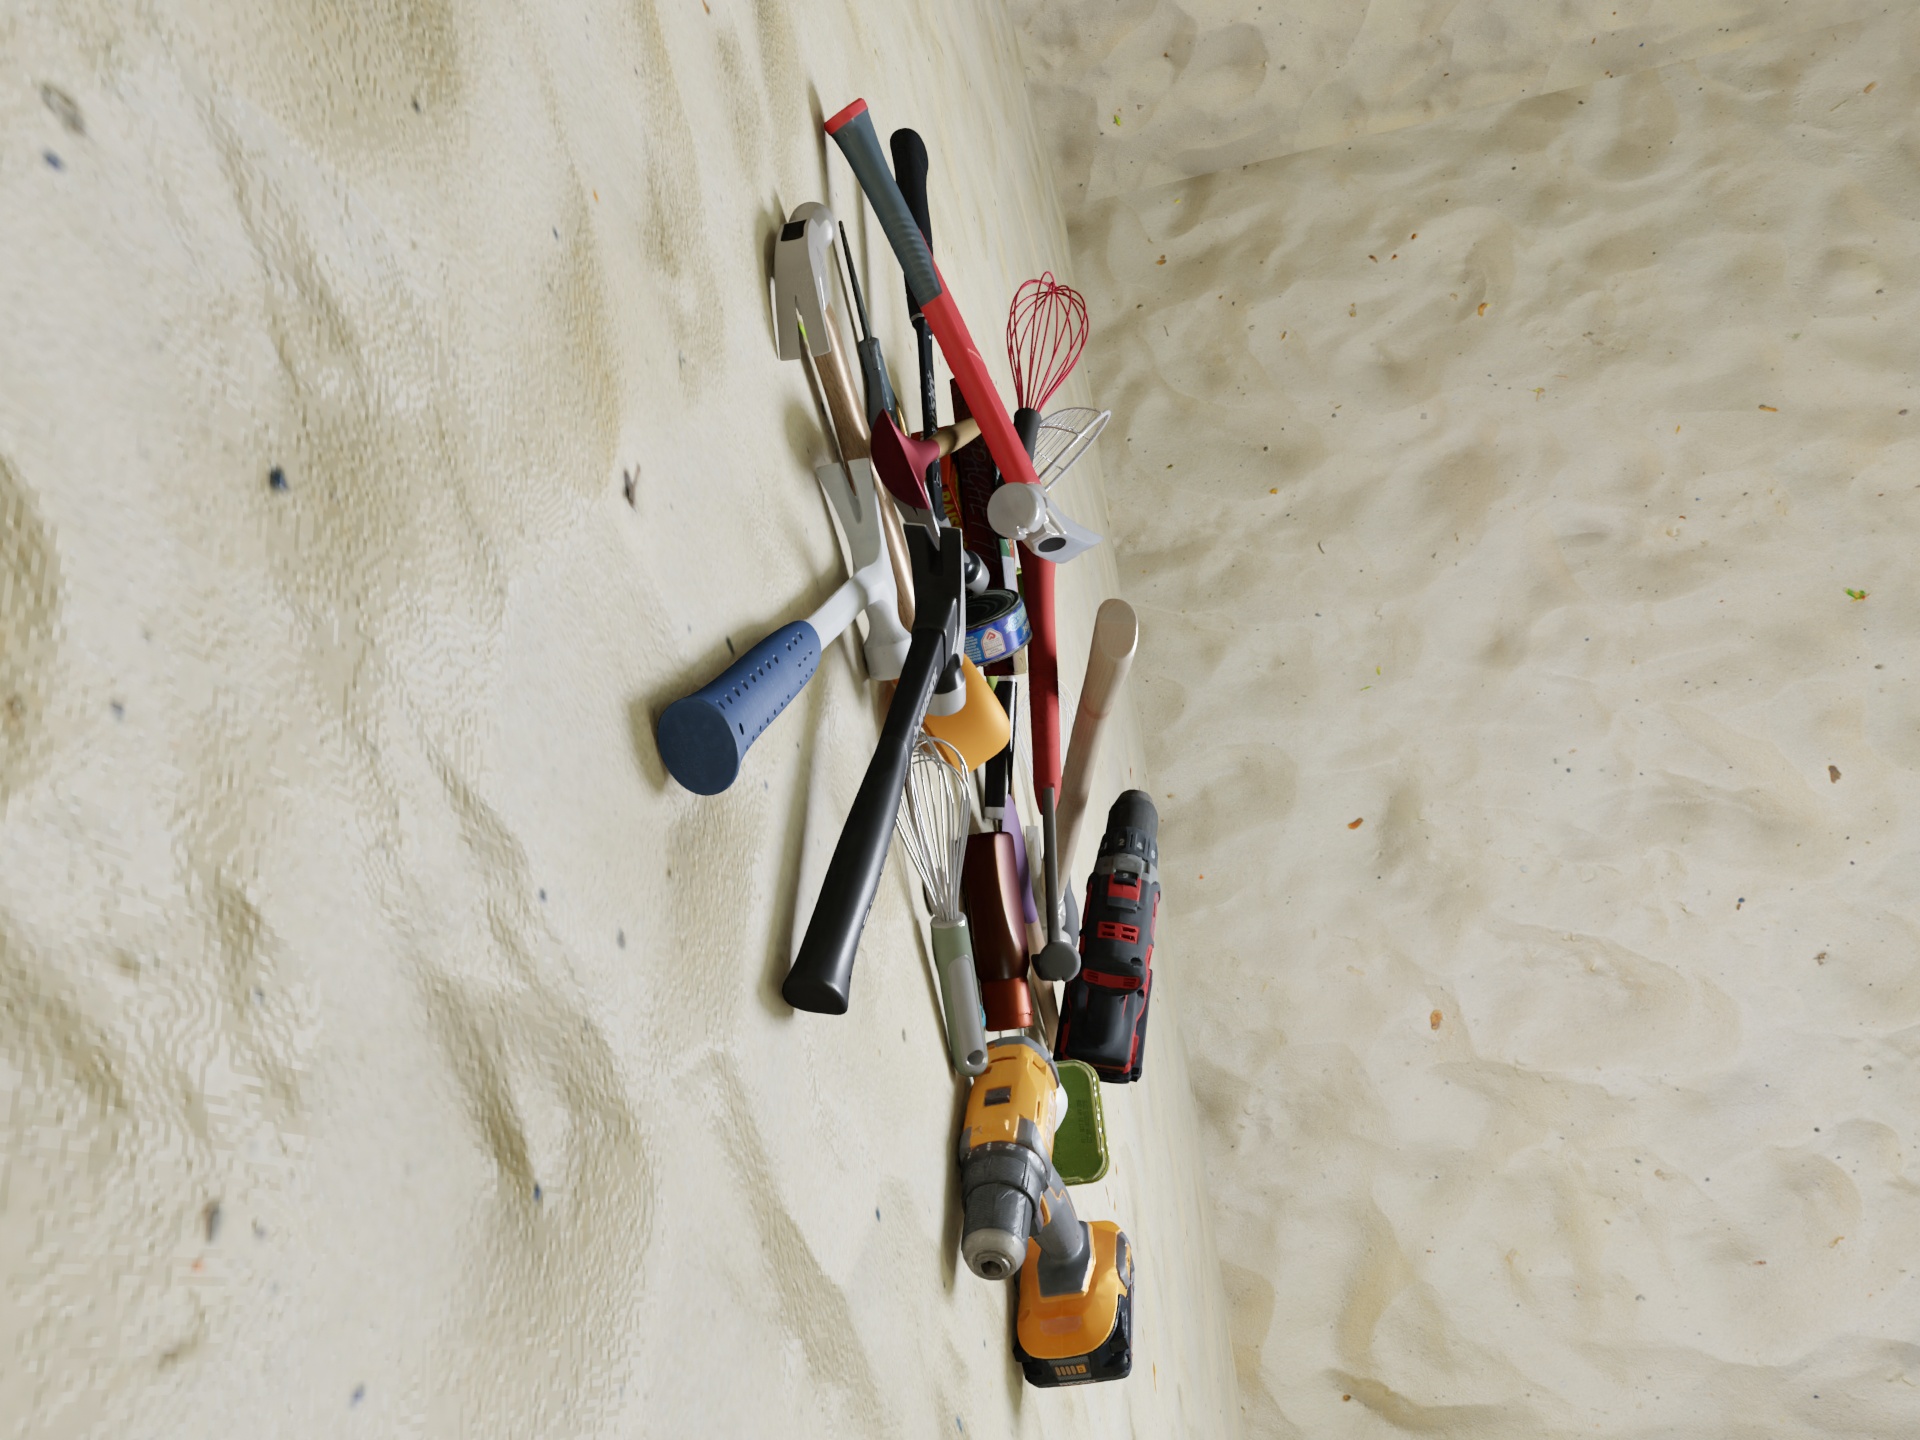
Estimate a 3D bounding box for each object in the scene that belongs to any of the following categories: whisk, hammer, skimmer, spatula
[{"bbox_3d":[0.060,-0.267,1.330,0.073,0.073,0.296,66,29,-51],"label":"whisk"},{"bbox_3d":[-0.032,-0.303,1.247,0.149,0.036,0.409,49,33,-60],"label":"hammer"},{"bbox_3d":[-0.009,0.125,1.054,0.059,0.058,0.246,22,-56,62],"label":"whisk"},{"bbox_3d":[0.074,-0.094,1.377,0.127,0.090,0.363,117,-23,-84],"label":"skimmer"},{"bbox_3d":[0.100,0.040,1.369,0.410,0.038,0.146,99,-8,-50],"label":"hammer"},{"bbox_3d":[-0.005,-0.291,1.173,0.143,0.038,0.386,10,53,-64],"label":"hammer"},{"bbox_3d":[-0.065,-0.168,1.066,0.130,0.031,0.331,-84,161,-57],"label":"hammer"},{"bbox_3d":[0.097,0.095,1.615,0.070,0.070,0.284,-8,92,-79],"label":"whisk"},{"bbox_3d":[-0.041,0.026,0.872,0.335,0.035,0.146,-74,167,-50],"label":"hammer"},{"bbox_3d":[-0.083,-0.049,0.849,0.405,0.035,0.144,-63,142,-73],"label":"hammer"},{"bbox_3d":[0.064,0.187,1.387,0.060,0.018,0.315,-77,160,-49],"label":"spatula"},{"bbox_3d":[0.068,0.026,1.276,0.149,0.036,0.359,96,-8,-86],"label":"hammer"}]

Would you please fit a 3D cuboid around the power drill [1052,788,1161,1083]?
[{"bbox_3d":[0.133,0.188,1.369,0.226,0.080,0.188,91,9,-49],"label":"power drill"}]

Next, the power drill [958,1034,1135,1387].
[{"bbox_3d":[0.055,0.357,1.086,0.185,0.084,0.226,-76,150,-60],"label":"power drill"}]

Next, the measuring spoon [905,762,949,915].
[{"bbox_3d":[-0.021,0.074,1.101,0.034,0.018,0.124,-31,110,-78],"label":"measuring spoon"}]

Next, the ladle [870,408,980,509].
[{"bbox_3d":[-0.015,-0.194,1.113,0.069,0.031,0.315,66,16,-10],"label":"ladle"}]

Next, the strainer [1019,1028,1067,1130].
[{"bbox_3d":[0.049,0.239,1.271,0.086,0.050,0.259,94,-12,-65],"label":"strainer"}]

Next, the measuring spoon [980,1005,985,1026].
[{"bbox_3d":[0.008,0.184,1.138,0.128,0.021,0.042,66,17,-47],"label":"measuring spoon"}]

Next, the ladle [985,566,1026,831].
[{"bbox_3d":[0.047,0.016,1.420,0.078,0.062,0.320,25,57,-63],"label":"ladle"}]

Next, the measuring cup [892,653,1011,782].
[{"bbox_3d":[-0.002,-0.004,1.129,0.095,0.052,0.173,56,-2,8],"label":"measuring cup"}]
